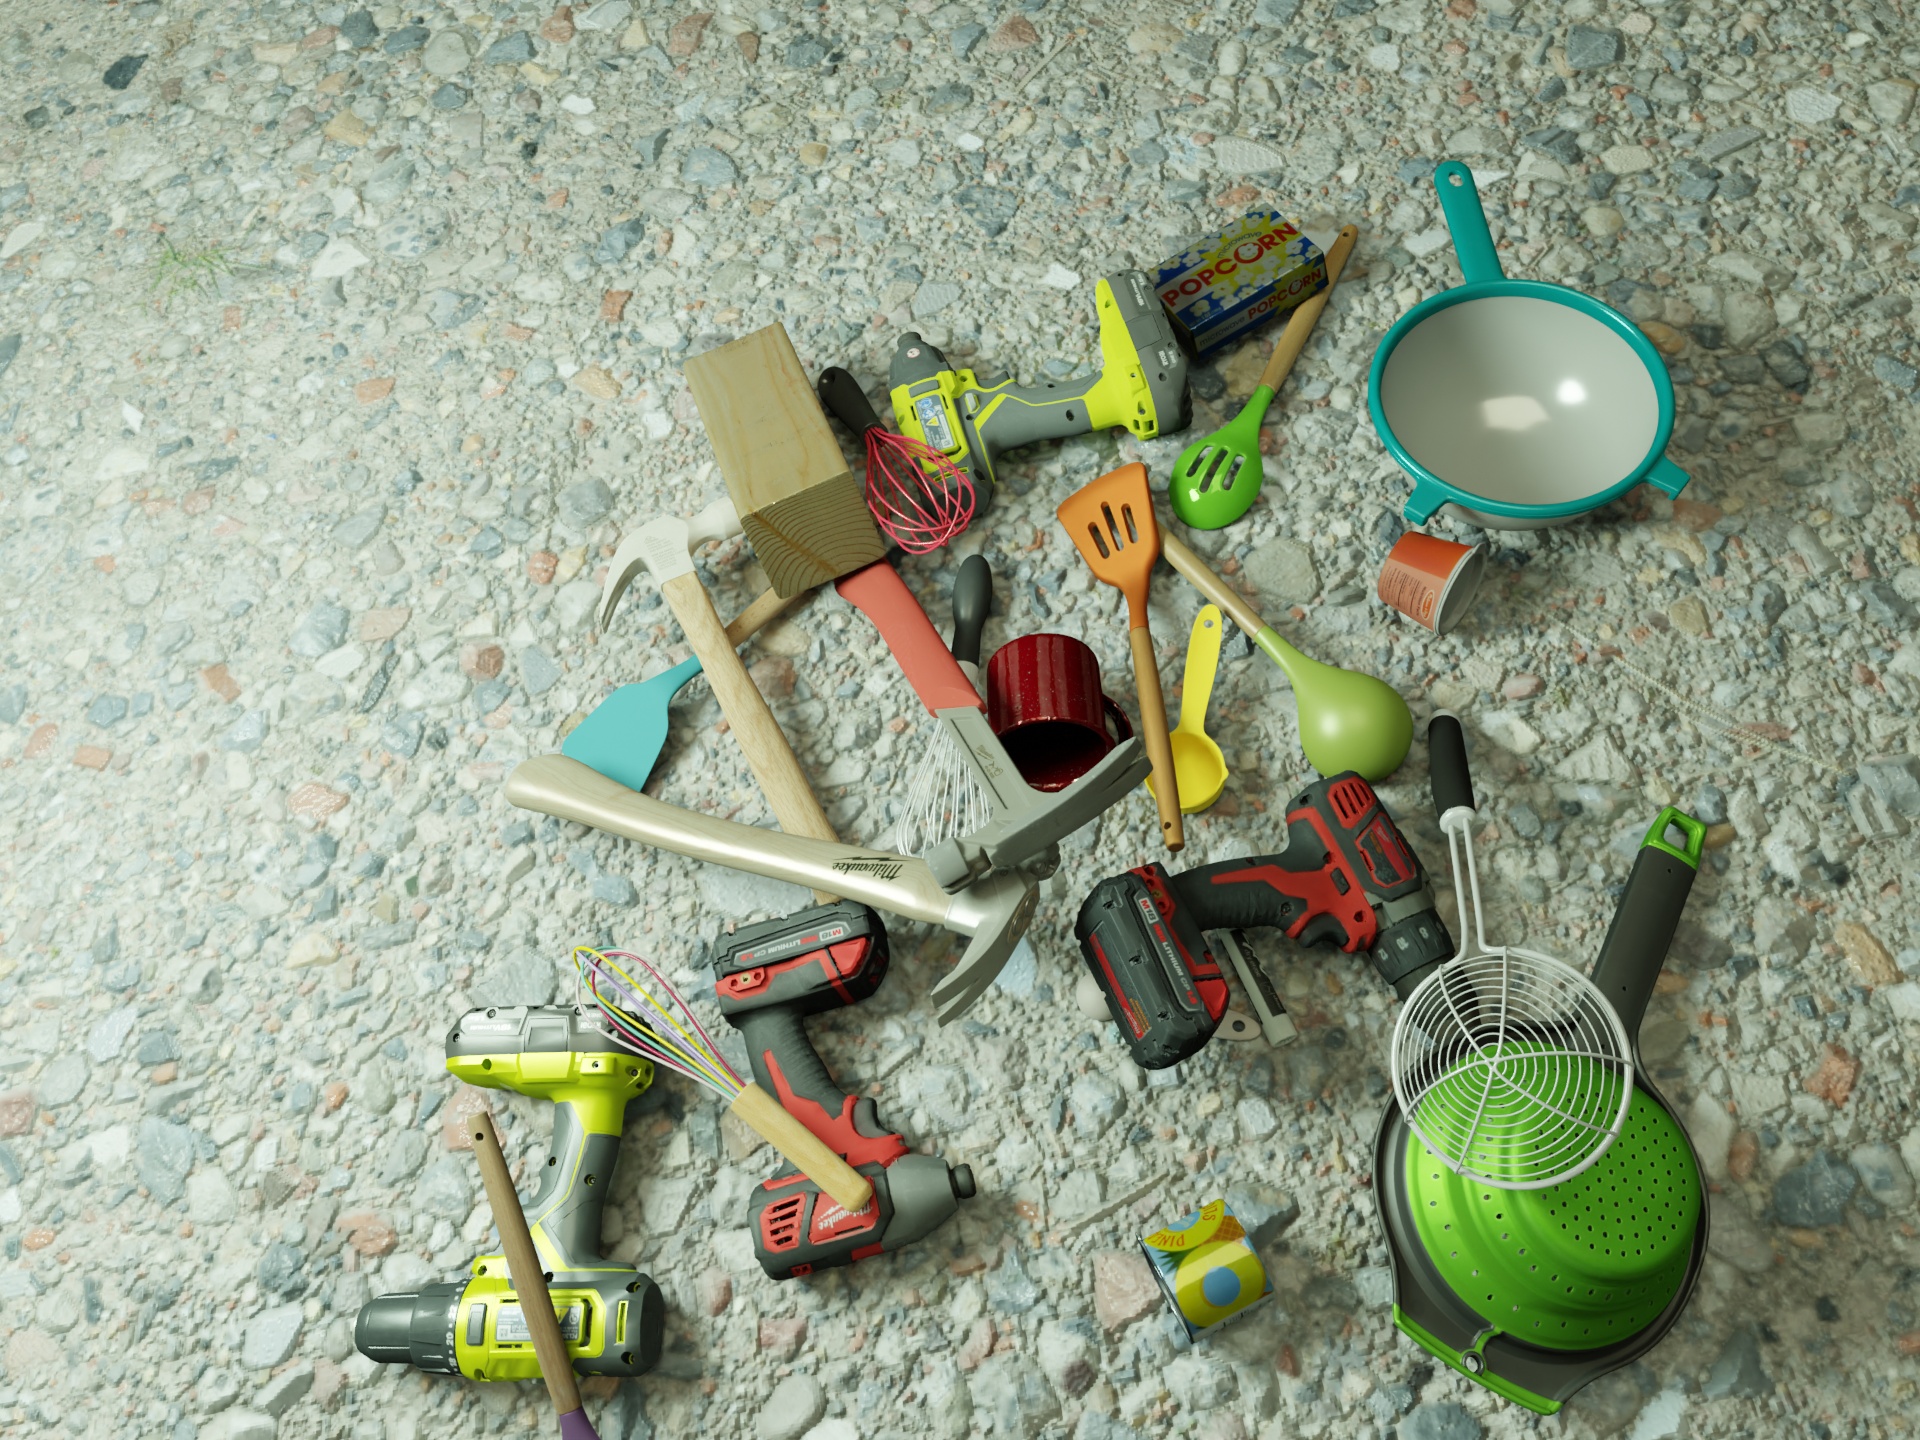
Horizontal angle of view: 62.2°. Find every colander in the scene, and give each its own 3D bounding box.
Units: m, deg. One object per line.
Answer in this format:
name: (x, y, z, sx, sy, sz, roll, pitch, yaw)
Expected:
colander: (0.389, 0.203, 0.944, 0.204, 0.094, 0.397, 30, 66, 6)

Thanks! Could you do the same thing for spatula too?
spatula: (0.126, -0.048, 1.134, 0.081, 0.041, 0.323, -27, 47, 26)
spatula: (-0.243, 0.386, 0.948, 0.060, 0.018, 0.316, -18, 87, 2)
spatula: (-0.169, -0.065, 1.223, 0.082, 0.044, 0.317, 40, 71, 24)

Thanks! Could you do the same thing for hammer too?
hammer: (-0.007, -0.032, 1.092, 0.149, 0.036, 0.359, -32, 40, 1)
hammer: (-0.146, 0.091, 1.061, 0.411, 0.038, 0.146, 12, 45, 27)
hammer: (-0.160, -0.009, 1.160, 0.130, 0.031, 0.331, -25, 71, -14)

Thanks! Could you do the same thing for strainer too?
strainer: (0.397, -0.270, 1.197, 0.211, 0.095, 0.341, -6, 61, 3)

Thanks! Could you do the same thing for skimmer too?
skimmer: (0.320, 0.118, 0.973, 0.127, 0.090, 0.363, -23, 24, 24)

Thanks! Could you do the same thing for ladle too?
ladle: (0.206, -0.074, 1.165, 0.078, 0.062, 0.320, -39, 57, -2)

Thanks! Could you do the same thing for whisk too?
whisk: (-0.003, -0.004, 1.150, 0.070, 0.070, 0.285, 1, 60, 9)
whisk: (-0.152, 0.220, 0.991, 0.245, 0.051, 0.047, 37, 113, 14)
whisk: (-0.060, -0.208, 1.212, 0.073, 0.073, 0.296, -27, 39, -5)

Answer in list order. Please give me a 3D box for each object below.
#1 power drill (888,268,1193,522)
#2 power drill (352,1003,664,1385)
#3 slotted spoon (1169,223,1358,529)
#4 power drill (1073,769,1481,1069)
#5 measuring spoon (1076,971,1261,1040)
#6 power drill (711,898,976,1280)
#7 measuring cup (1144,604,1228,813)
power drill: (0.057, -0.266, 1.258, 0.223, 0.080, 0.171, -18, 63, 3)
power drill: (-0.285, 0.306, 1.027, 0.190, 0.080, 0.229, -3, 66, 6)
slotted spoon: (0.251, -0.281, 1.263, 0.070, 0.031, 0.314, 22, 68, 21)
power drill: (0.208, 0.146, 1.011, 0.226, 0.080, 0.188, -18, 69, -19)
measuring spoon: (0.137, 0.190, 1.050, 0.124, 0.018, 0.034, 11, 66, 13)
power drill: (-0.079, 0.236, 1.031, 0.143, 0.078, 0.220, -15, 65, 1)
measuring cup: (0.168, -0.007, 1.131, 0.062, 0.029, 0.157, 7, 69, 16)
